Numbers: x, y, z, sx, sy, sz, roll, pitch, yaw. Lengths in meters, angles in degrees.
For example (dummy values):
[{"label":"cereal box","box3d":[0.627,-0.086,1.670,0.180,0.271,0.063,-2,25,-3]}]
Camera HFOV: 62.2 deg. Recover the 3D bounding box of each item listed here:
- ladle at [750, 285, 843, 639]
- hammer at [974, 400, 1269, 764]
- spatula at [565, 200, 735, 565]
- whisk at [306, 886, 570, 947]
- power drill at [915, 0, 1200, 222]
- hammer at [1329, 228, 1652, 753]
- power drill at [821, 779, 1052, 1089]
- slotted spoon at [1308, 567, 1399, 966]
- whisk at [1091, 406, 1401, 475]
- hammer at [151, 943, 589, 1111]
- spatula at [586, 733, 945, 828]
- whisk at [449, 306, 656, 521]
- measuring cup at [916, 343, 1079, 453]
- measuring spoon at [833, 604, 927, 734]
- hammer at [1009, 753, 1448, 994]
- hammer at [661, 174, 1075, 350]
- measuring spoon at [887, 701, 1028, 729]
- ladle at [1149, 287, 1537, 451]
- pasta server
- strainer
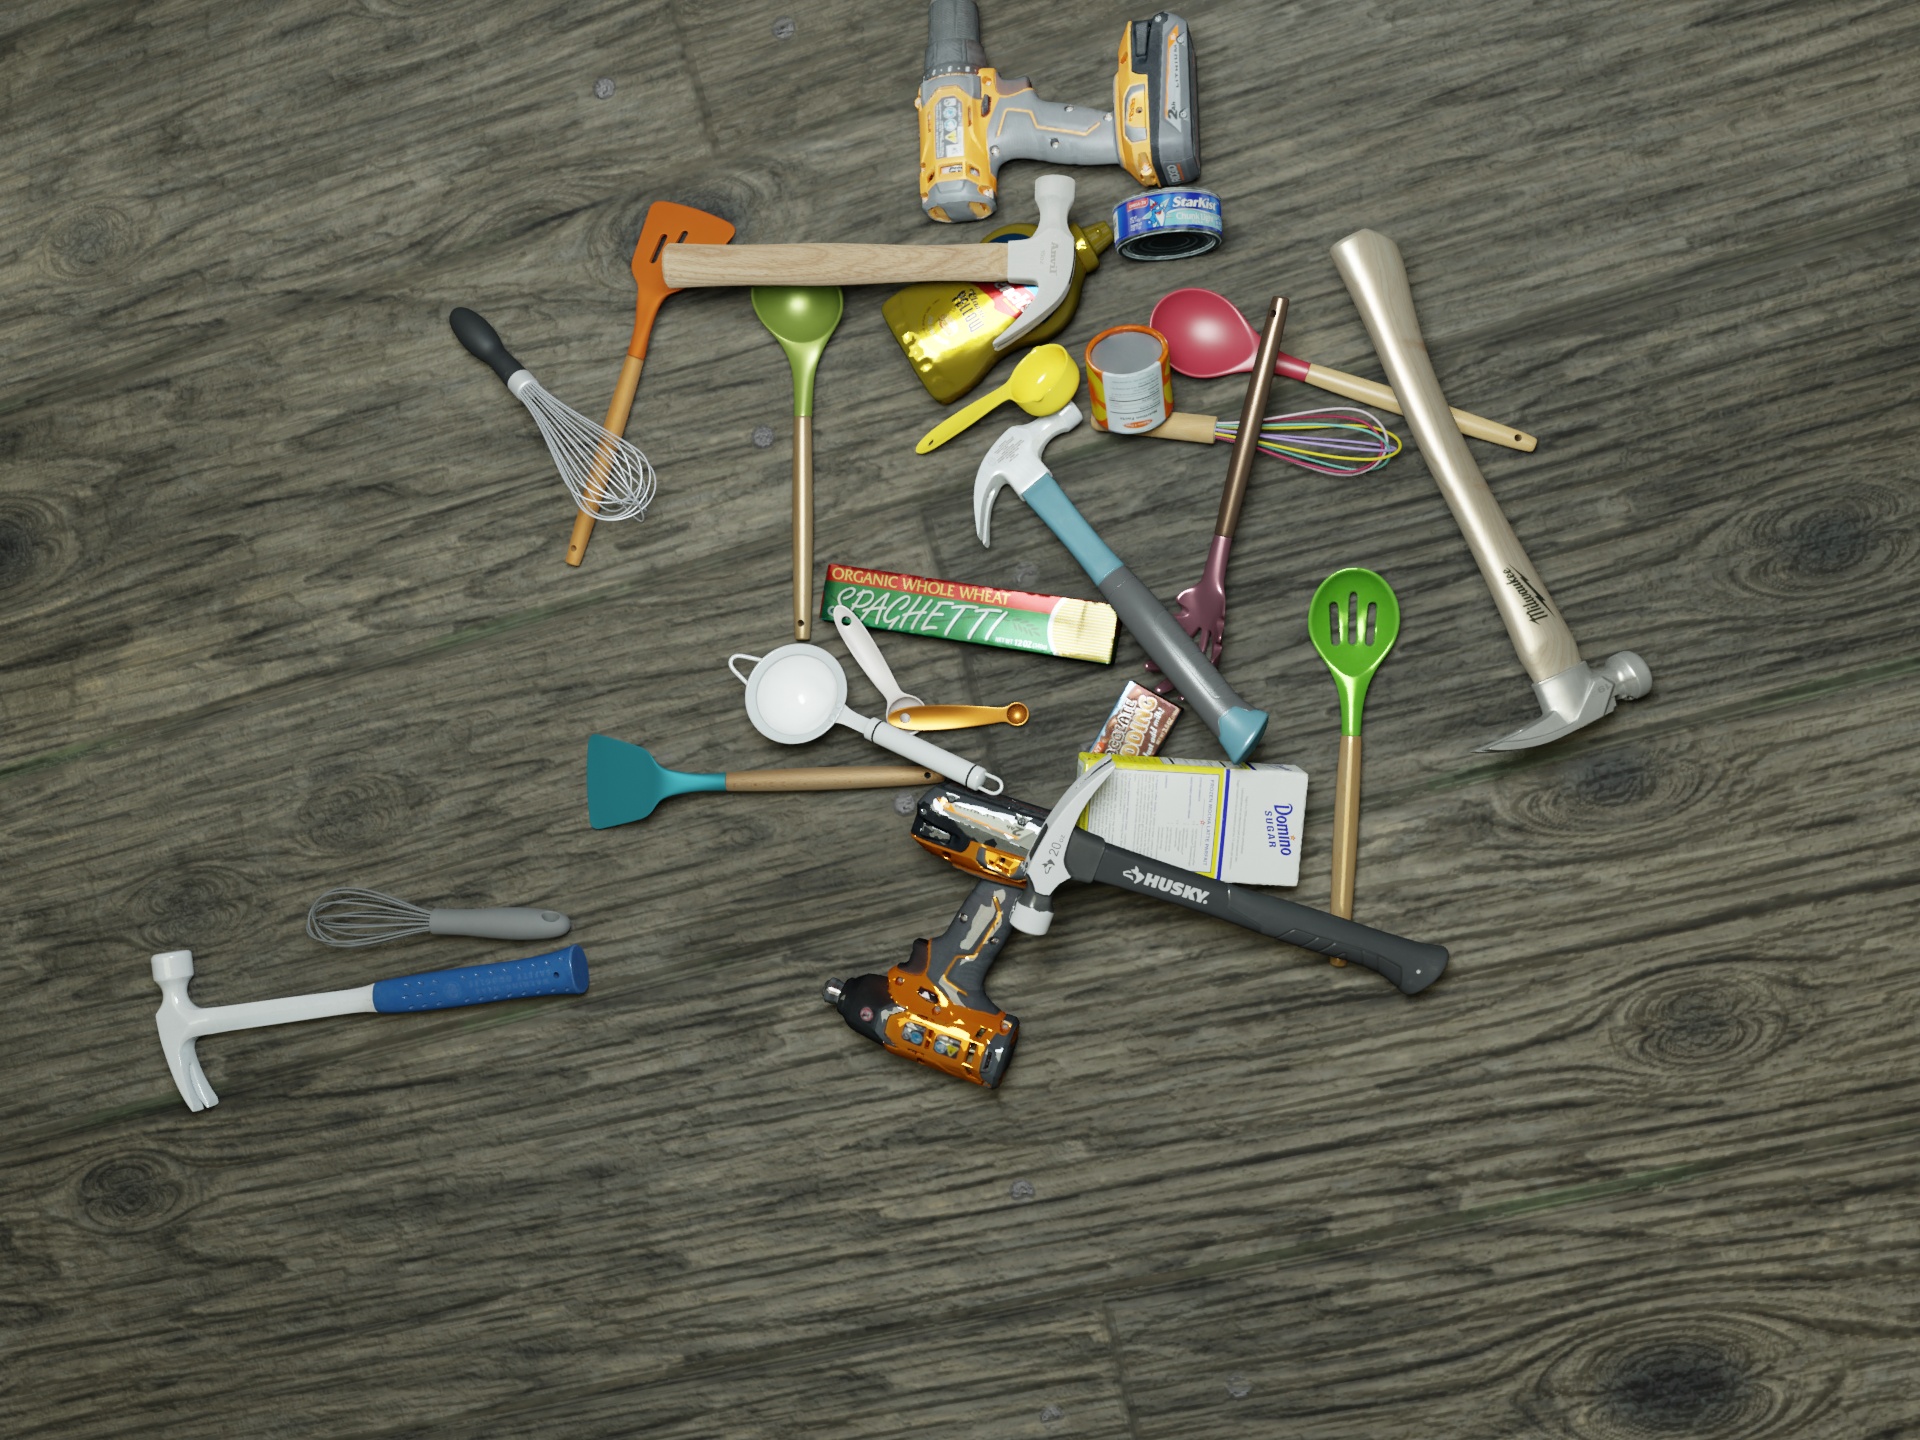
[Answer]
[{"label":"ladle","box3d":[-0.135,-0.227,1.323,0.078,0.062,0.320,1,92,11]},{"label":"hammer","box3d":[0.128,-0.104,1.248,0.128,0.033,0.331,-39,71,4]},{"label":"spatula","box3d":[-0.282,-0.287,1.368,0.081,0.041,0.322,21,97,10]},{"label":"whisk","box3d":[-0.456,0.174,1.387,0.239,0.055,0.055,1,90,5]},{"label":"power drill","box3d":[0.073,-0.507,1.276,0.226,0.084,0.185,-3,88,15]},{"label":"hammer","box3d":[0.372,-0.177,1.205,0.146,0.038,0.411,-24,87,-11]},{"label":"power drill","box3d":[-0.013,0.167,1.286,0.164,0.084,0.226,17,97,11]},{"label":"slotted spoon","box3d":[0.304,0.037,1.254,0.070,0.031,0.314,3,92,11]},{"label":"whisk","box3d":[0.226,-0.230,1.267,0.245,0.051,0.047,9,70,15]},{"label":"hammer","box3d":[-0.522,0.251,1.401,0.405,0.035,0.144,-9,88,10]},{"label":"spatula","box3d":[-0.169,0.049,1.345,0.317,0.044,0.082,-2,89,6]},{"label":"whisk","box3d":[-0.352,-0.265,1.346,0.070,0.070,0.285,-47,69,7]},{"label":"measuring cup","box3d":[0.031,-0.251,1.295,0.156,0.029,0.062,-26,47,30]},{"label":"measuring spoon","box3d":[-0.068,-0.043,1.316,0.034,0.018,0.124,-32,98,5]},{"label":"hammer","box3d":[0.216,0.137,1.218,0.334,0.035,0.146,18,103,-6]},{"label":"hammer","box3d":[-0.075,-0.359,1.260,0.331,0.031,0.130,2,92,9]},{"label":"measuring spoon","box3d":[-0.002,-0.004,1.311,0.117,0.011,0.021,-2,102,3]},{"label":"ladle","box3d":[0.300,-0.268,1.257,0.315,0.031,0.069,21,93,8]},{"label":"pasta server","box3d":[0.208,-0.170,1.238,0.060,0.040,0.316,22,107,34]},{"label":"strainer","box3d":[-0.077,0.006,1.298,0.258,0.050,0.087,25,79,21]}]
